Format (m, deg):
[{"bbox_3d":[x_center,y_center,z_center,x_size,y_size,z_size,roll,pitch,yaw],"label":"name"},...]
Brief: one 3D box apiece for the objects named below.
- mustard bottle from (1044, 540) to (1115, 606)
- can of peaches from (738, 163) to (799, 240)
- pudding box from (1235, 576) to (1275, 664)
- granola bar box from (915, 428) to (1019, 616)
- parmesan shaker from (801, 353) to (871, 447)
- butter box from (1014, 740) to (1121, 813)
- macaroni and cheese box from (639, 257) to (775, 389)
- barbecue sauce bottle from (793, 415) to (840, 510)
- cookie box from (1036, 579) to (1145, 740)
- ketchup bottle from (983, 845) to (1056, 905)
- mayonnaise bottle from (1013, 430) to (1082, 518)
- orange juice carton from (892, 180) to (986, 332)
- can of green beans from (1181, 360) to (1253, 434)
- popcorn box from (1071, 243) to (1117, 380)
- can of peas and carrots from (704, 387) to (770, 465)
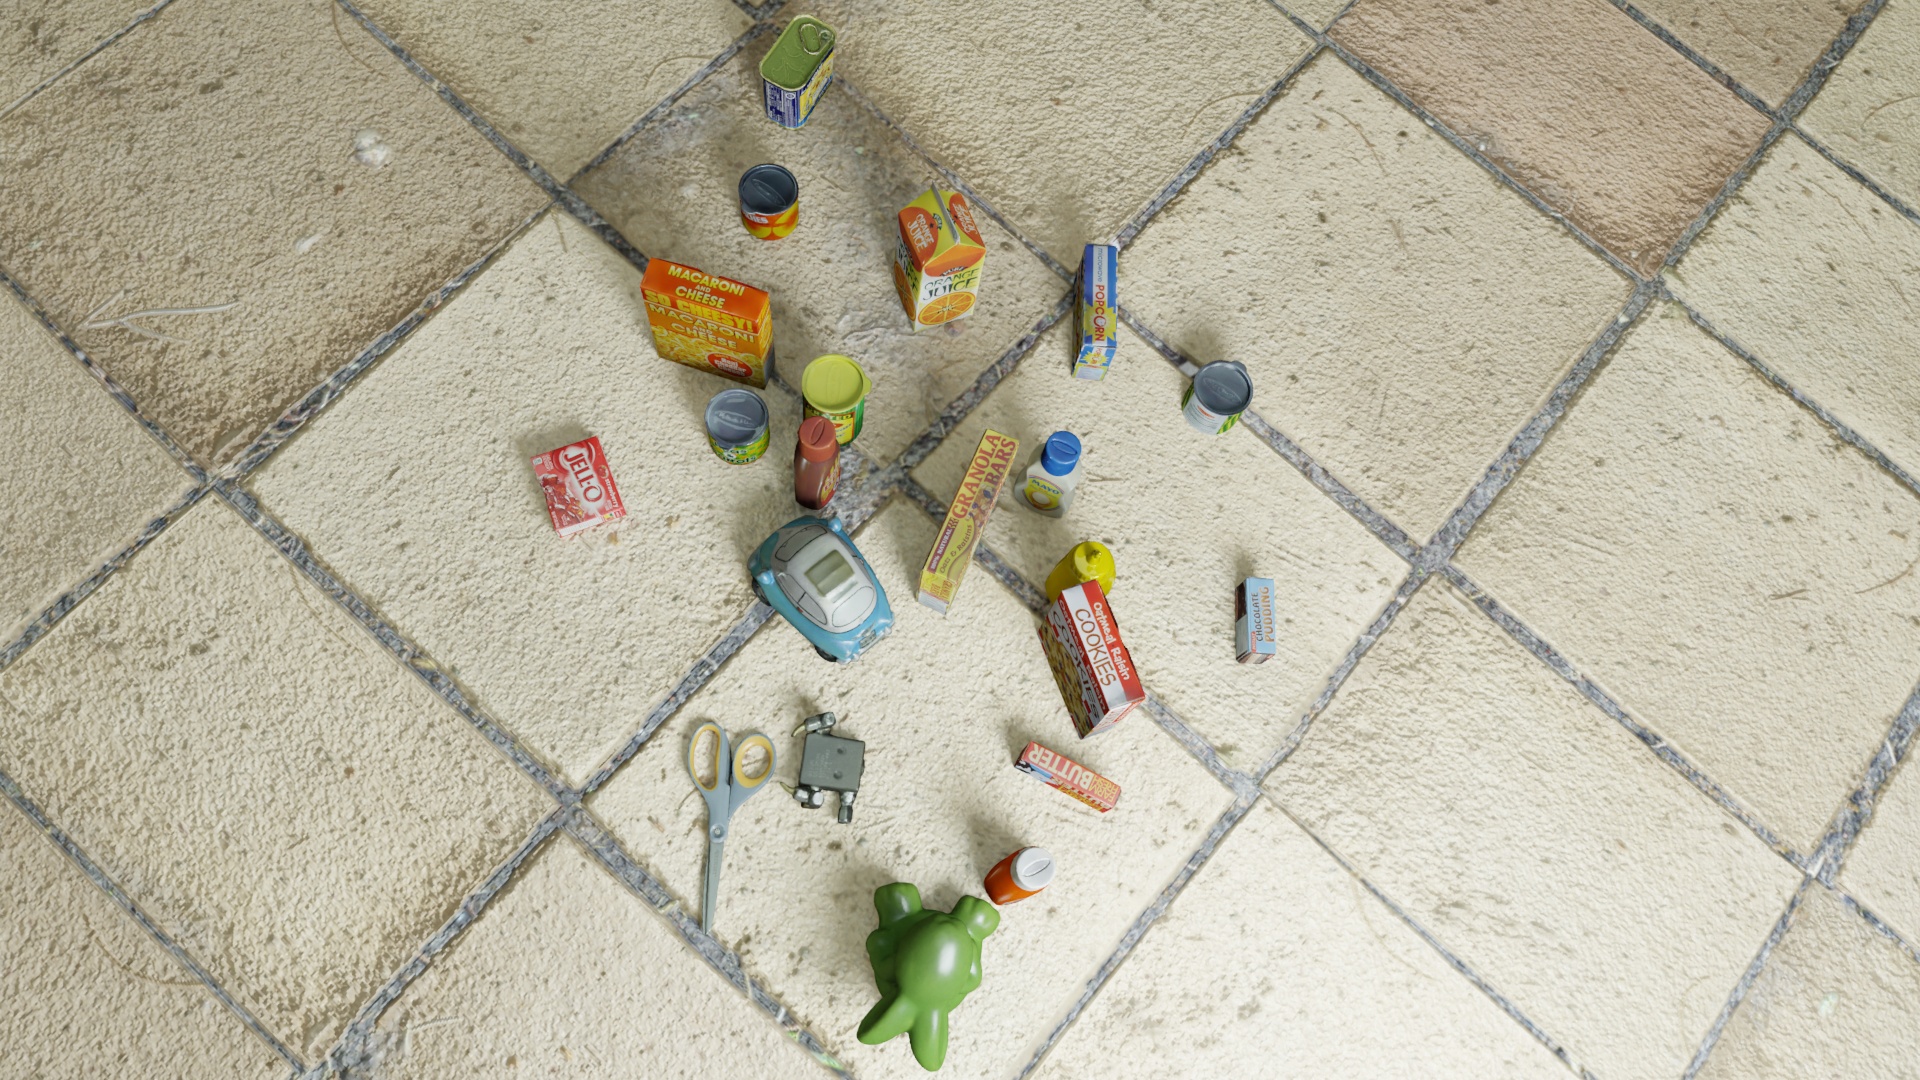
[{"bbox_3d":[0.126,0.032,1.397,0.065,0.159,0.049,-23,76,-12],"label":"mustard bottle"},{"bbox_3d":[-0.215,-0.376,1.554,0.071,0.058,0.071,2,72,-5],"label":"can of peaches"},{"bbox_3d":[0.309,0.084,1.456,0.030,0.049,0.084,4,71,-4],"label":"pudding box"},{"bbox_3d":[0.005,-0.018,1.421,0.039,0.123,0.166,23,71,2],"label":"granola bar box"},{"bbox_3d":[-0.131,-0.144,1.461,0.071,0.102,0.071,2,72,-5],"label":"parmesan shaker"},{"bbox_3d":[0.107,0.236,1.383,0.103,0.053,0.024,27,72,4],"label":"butter box"},{"bbox_3d":[-0.259,-0.223,1.441,0.124,0.166,0.040,17,71,0],"label":"macaroni and cheese box"},{"bbox_3d":[-0.146,-0.083,1.415,0.044,0.148,0.065,21,71,2],"label":"barbecue sauce bottle"},{"bbox_3d":[0.126,0.120,1.364,0.040,0.167,0.123,-19,75,-11],"label":"cookie box"},{"bbox_3d":[0.060,0.312,1.303,0.065,0.148,0.043,-26,76,-13],"label":"ketchup bottle"},{"bbox_3d":[0.094,-0.070,1.434,0.065,0.147,0.041,26,72,3],"label":"mayonnaise bottle"},{"bbox_3d":[-0.023,-0.303,1.477,0.073,0.192,0.072,-19,75,-11],"label":"orange juice carton"},{"bbox_3d":[0.282,-0.157,1.529,0.071,0.057,0.071,2,72,-5],"label":"can of green beans"},{"bbox_3d":[0.148,-0.252,1.533,0.038,0.085,0.127,4,71,-4],"label":"popcorn box"},{"bbox_3d":[-0.235,-0.117,1.465,0.071,0.058,0.071,2,72,-5],"label":"can of peas and carrots"}]
